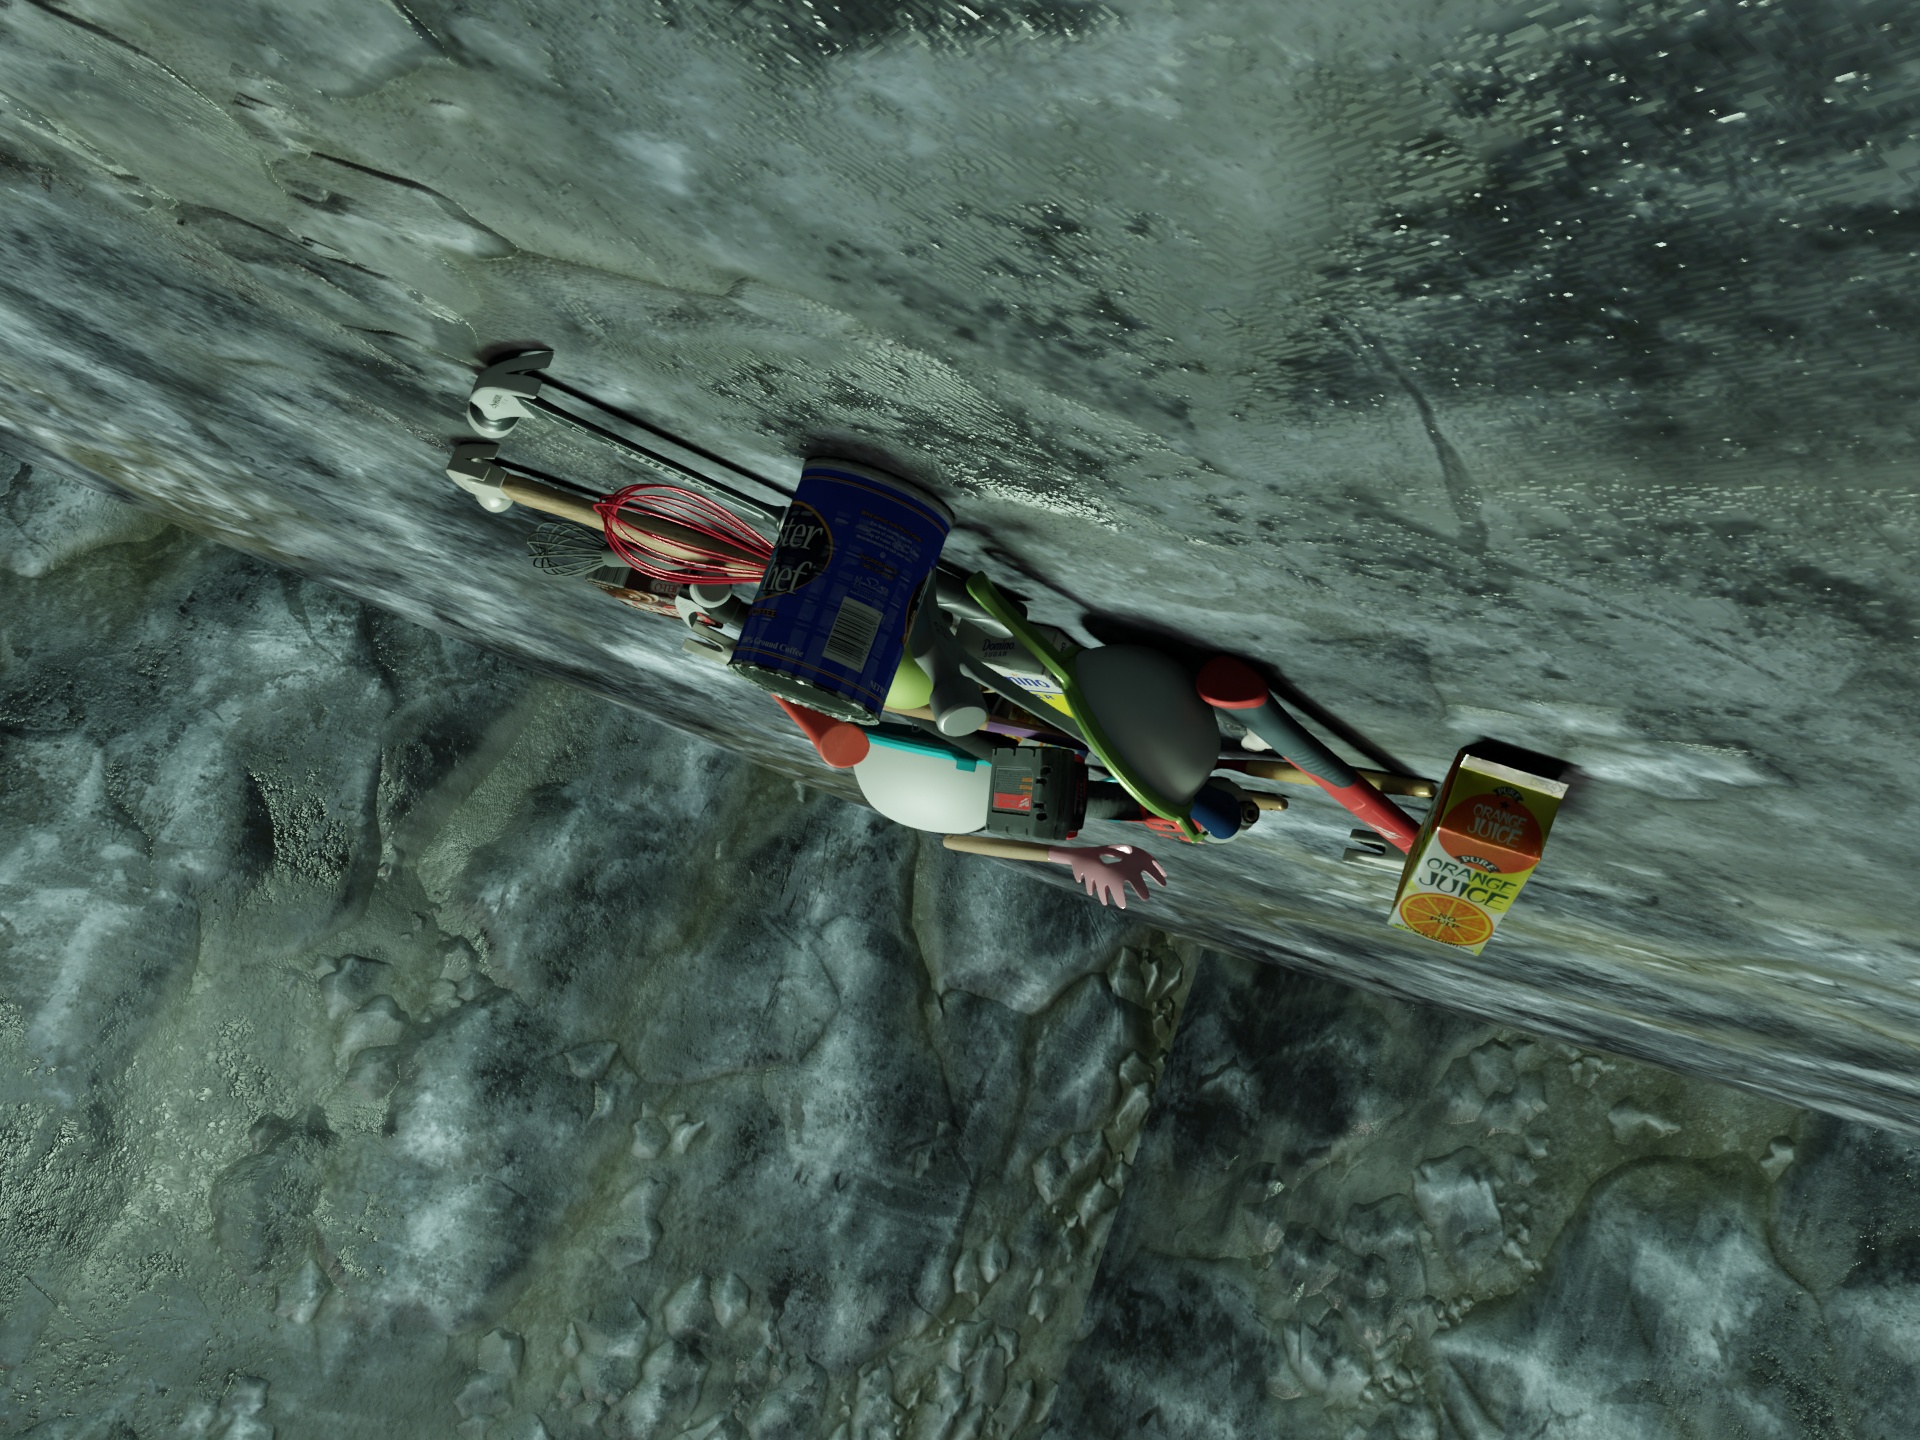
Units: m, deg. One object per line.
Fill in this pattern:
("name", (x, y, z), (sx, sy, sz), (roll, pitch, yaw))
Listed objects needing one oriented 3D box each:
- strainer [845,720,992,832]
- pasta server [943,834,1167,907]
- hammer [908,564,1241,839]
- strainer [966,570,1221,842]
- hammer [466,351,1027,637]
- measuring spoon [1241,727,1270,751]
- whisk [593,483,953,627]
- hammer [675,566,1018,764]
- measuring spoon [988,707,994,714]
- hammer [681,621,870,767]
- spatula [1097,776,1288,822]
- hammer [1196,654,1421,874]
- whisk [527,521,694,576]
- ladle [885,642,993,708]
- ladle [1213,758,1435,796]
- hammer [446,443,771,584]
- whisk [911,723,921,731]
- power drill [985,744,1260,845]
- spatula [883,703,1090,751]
("strainer", (0.018, 0.067, 1.634), (0.211, 0.095, 0.340), (12, -177, 36))
("pasta server", (0.074, 0.128, 1.464), (0.316, 0.060, 0.040), (0, 118, 58))
("hammer", (0.094, 0.007, 1.170), (0.405, 0.035, 0.144), (29, -148, -47))
("strainer", (0.108, -0.036, 1.119), (0.256, 0.069, 0.152), (41, -155, -32))
("hammer", (-0.134, -0.146, 1.092), (0.408, 0.036, 0.149), (23, 170, -20))
("measuring spoon", (0.246, 0.020, 1.316), (0.034, 0.018, 0.124), (19, 172, 6))
("whisk", (-0.139, -0.117, 1.223), (0.295, 0.073, 0.073), (17, 173, -22))
("hammer", (-0.094, -0.039, 1.382), (0.334, 0.035, 0.146), (28, 170, -17))
("measuring spoon", (0.073, -0.001, 1.611), (0.129, 0.021, 0.042), (1, 161, 38))
("hammer", (-0.154, -0.021, 1.411), (0.149, 0.036, 0.359), (24, -176, -20))
("spatula", (0.233, 0.087, 1.683), (0.082, 0.044, 0.318), (29, 167, -28))
("hammer", (0.282, 0.045, 1.237), (0.143, 0.038, 0.385), (8, 162, 45))
("whisk", (-0.315, -0.154, 1.438), (0.239, 0.055, 0.055), (6, 164, 40))
("ladle", (-0.009, -0.042, 1.323), (0.078, 0.062, 0.320), (40, -168, 14))
("ladle", (0.273, 0.043, 1.378), (0.069, 0.031, 0.315), (22, 170, -39))
("hammer", (-0.271, -0.161, 1.319), (0.331, 0.031, 0.130), (19, 172, 7))
("whisk", (-0.027, -0.042, 1.443), (0.070, 0.070, 0.284), (19, 167, 7))
("power drill", (0.144, 0.071, 1.373), (0.219, 0.078, 0.143), (7, 177, -25))
("spatula", (-0.002, -0.004, 1.329), (0.316, 0.018, 0.060), (12, 176, -4))
